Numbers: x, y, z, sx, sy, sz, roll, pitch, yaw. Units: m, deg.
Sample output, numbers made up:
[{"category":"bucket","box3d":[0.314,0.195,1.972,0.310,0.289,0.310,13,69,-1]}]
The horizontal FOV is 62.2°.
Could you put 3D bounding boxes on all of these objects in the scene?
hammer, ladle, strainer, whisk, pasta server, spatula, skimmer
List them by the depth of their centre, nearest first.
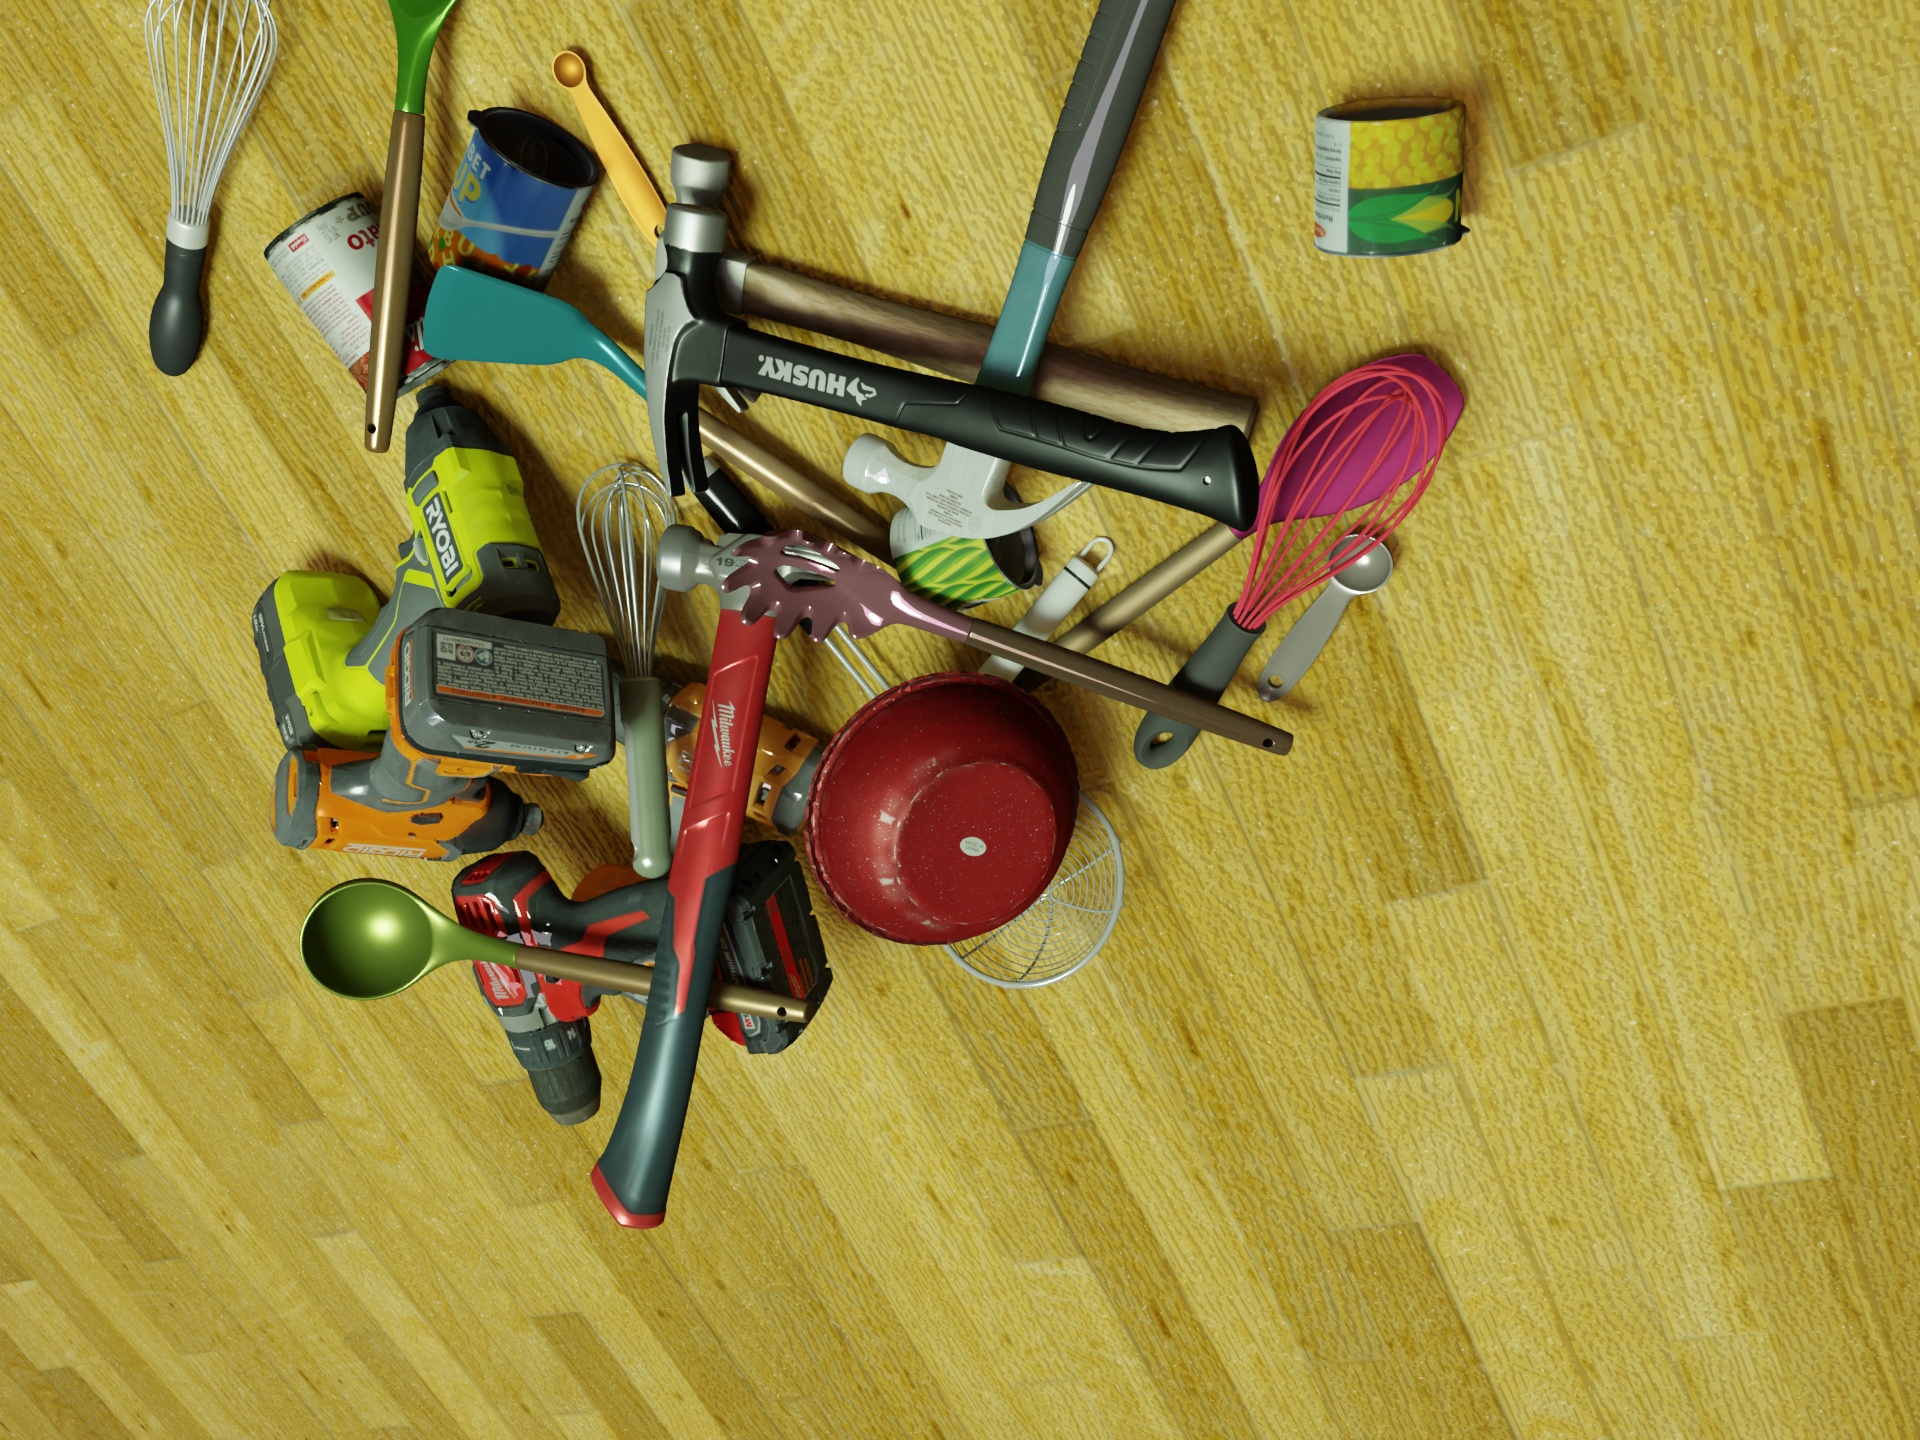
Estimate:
[{"category":"hammer","box3d":[0.046,-0.239,0.759,0.128,0.033,0.331,28,115,17]},{"category":"hammer","box3d":[-0.014,-0.148,0.777,0.335,0.035,0.146,19,111,22]},{"category":"whisk","box3d":[0.159,-0.066,0.831,0.073,0.073,0.295,30,136,1]},{"category":"hammer","box3d":[-0.007,-0.196,0.840,0.331,0.031,0.130,19,123,8]},{"category":"pasta server","box3d":[0.030,-0.035,0.849,0.316,0.040,0.060,20,121,-3]},{"category":"hammer","box3d":[-0.129,0.090,0.885,0.143,0.038,0.386,10,87,9]},{"category":"spatula","box3d":[-0.147,-0.155,0.892,0.317,0.044,0.082,32,147,-9]},{"category":"strainer","box3d":[-0.001,-0.003,0.894,0.087,0.050,0.258,41,96,15]},{"category":"whisk","box3d":[-0.442,-0.311,0.915,0.070,0.070,0.284,32,130,-1]},{"category":"skimmer","box3d":[-0.042,-0.003,0.931,0.127,0.090,0.363,-37,101,11]},{"category":"ladle","box3d":[-0.242,0.148,0.934,0.320,0.062,0.078,8,105,16]},{"category":"whisk","box3d":[-0.190,-0.031,0.935,0.058,0.059,0.246,164,102,-67]}]

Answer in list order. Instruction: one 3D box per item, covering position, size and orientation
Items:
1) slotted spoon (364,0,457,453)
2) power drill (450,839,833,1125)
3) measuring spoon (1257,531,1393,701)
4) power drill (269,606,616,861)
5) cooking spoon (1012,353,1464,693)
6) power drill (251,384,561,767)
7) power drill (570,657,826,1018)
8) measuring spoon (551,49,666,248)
[{"category":"slotted spoon","box3d":[-0.298,-0.297,0.846,0.070,0.031,0.313,16,108,11]},{"category":"power drill","box3d":[-0.200,0.167,0.997,0.227,0.080,0.187,-7,108,21]},{"category":"measuring spoon","box3d":[0.195,-0.056,0.864,0.034,0.018,0.124,32,132,4]},{"category":"power drill","box3d":[-0.289,0.022,0.936,0.164,0.084,0.226,10,151,-38]},{"category":"cooking spoon","box3d":[0.129,-0.090,0.861,0.068,0.017,0.319,38,126,-22]},{"category":"power drill","box3d":[-0.343,-0.083,0.979,0.223,0.080,0.171,-36,67,32]},{"category":"power drill","box3d":[-0.199,0.071,1.041,0.185,0.084,0.226,26,120,4]},{"category":"measuring spoon","box3d":[-0.182,-0.303,0.855,0.021,0.011,0.116,-18,115,24]}]
